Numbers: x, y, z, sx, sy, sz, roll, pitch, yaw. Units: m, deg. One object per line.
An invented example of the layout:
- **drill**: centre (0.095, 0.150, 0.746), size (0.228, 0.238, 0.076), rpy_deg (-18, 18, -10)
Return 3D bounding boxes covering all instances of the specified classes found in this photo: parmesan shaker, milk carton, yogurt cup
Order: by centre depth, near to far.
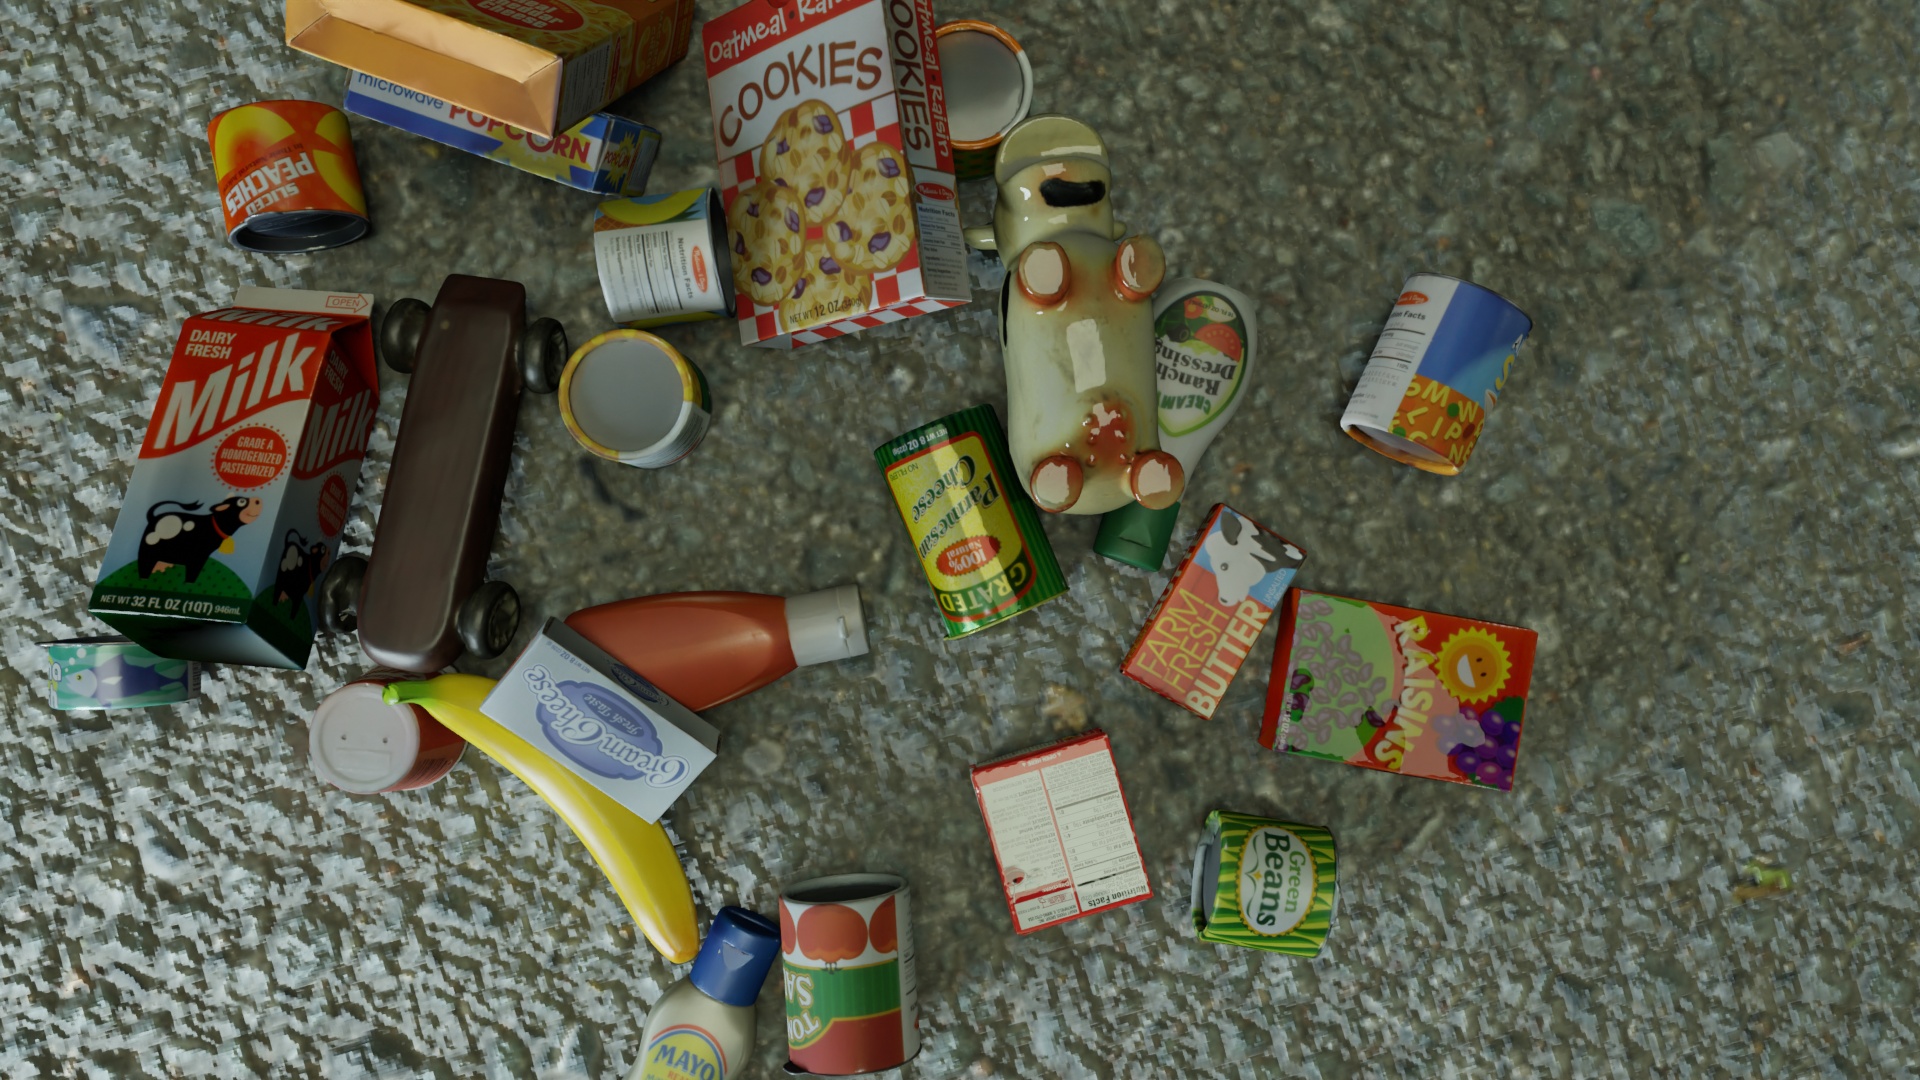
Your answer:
- **milk carton**: centre (-0.341, -0.040, 0.673), size (0.072, 0.073, 0.191), rpy_deg (5, 67, -1)
- **yogurt cup**: centre (-0.288, 0.095, 0.697), size (0.072, 0.054, 0.072), rpy_deg (0, 90, 0)
- **parmesan shaker**: centre (0.002, -0.009, 0.699), size (0.071, 0.071, 0.103), rpy_deg (-23, 89, -1)

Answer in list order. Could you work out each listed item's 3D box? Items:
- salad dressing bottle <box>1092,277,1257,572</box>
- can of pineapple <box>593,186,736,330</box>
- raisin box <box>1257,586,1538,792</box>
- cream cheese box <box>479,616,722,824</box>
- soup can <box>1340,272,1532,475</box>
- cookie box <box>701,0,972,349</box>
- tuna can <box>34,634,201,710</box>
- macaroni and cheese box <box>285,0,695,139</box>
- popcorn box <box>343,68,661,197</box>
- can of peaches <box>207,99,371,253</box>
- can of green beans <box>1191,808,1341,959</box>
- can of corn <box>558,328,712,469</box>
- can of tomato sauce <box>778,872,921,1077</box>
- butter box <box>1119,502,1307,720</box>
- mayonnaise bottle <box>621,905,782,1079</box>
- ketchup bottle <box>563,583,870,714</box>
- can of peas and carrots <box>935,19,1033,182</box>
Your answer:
- **salad dressing bottle**: centre (0.107, -0.058, 0.712), size (0.064, 0.044, 0.147), rpy_deg (18, 89, 1)
- **can of pineapple**: centre (-0.147, -0.141, 0.700), size (0.058, 0.071, 0.071), rpy_deg (-8, 89, -1)
- **raisin box**: centre (0.224, 0.076, 0.714), size (0.123, 0.040, 0.086), rpy_deg (10, 88, 0)
- **cream cheese box**: centre (-0.173, 0.088, 0.674), size (0.103, 0.024, 0.053), rpy_deg (38, 103, -17)
- **soup can**: centre (0.243, -0.082, 0.705), size (0.071, 0.071, 0.084), rpy_deg (25, 89, 0)
- **cookie box**: centre (-0.064, -0.188, 0.681), size (0.123, 0.040, 0.167), rpy_deg (-8, 89, 38)
- **tuna can**: centre (-0.416, 0.064, 0.687), size (0.071, 0.071, 0.033), rpy_deg (-1, 90, -1)
- **macaroni and cheese box**: centre (-0.212, -0.247, 0.654), size (0.124, 0.167, 0.040), rpy_deg (20, 122, 0)
- **popcorn box**: centre (-0.223, -0.208, 0.687), size (0.127, 0.085, 0.038), rpy_deg (19, 102, -1)
- **can of peaches**: centre (-0.336, -0.181, 0.693), size (0.071, 0.071, 0.058), rpy_deg (-12, 88, -1)
- **can of green beans**: centre (0.151, 0.172, 0.697), size (0.058, 0.071, 0.071), rpy_deg (10, 89, -1)
- **can of corn**: centre (-0.165, -0.072, 0.700), size (0.071, 0.058, 0.071), rpy_deg (0, 89, -1)
- **can of tomato sauce**: centre (-0.057, 0.214, 0.692), size (0.071, 0.071, 0.083), rpy_deg (-4, 88, -1)
- **butter box**: centre (0.130, 0.037, 0.720), size (0.053, 0.024, 0.103), rpy_deg (31, 88, -1)
- **mayonnaise bottle**: centre (-0.136, 0.260, 0.702), size (0.065, 0.041, 0.148), rpy_deg (24, 89, 1)
- **ketchup bottle**: centre (-0.122, 0.054, 0.705), size (0.149, 0.043, 0.064), rpy_deg (-11, 97, -1)
- **can of peas and carrots**: centre (0.001, -0.223, 0.707), size (0.071, 0.058, 0.071), rpy_deg (0, 88, -1)
